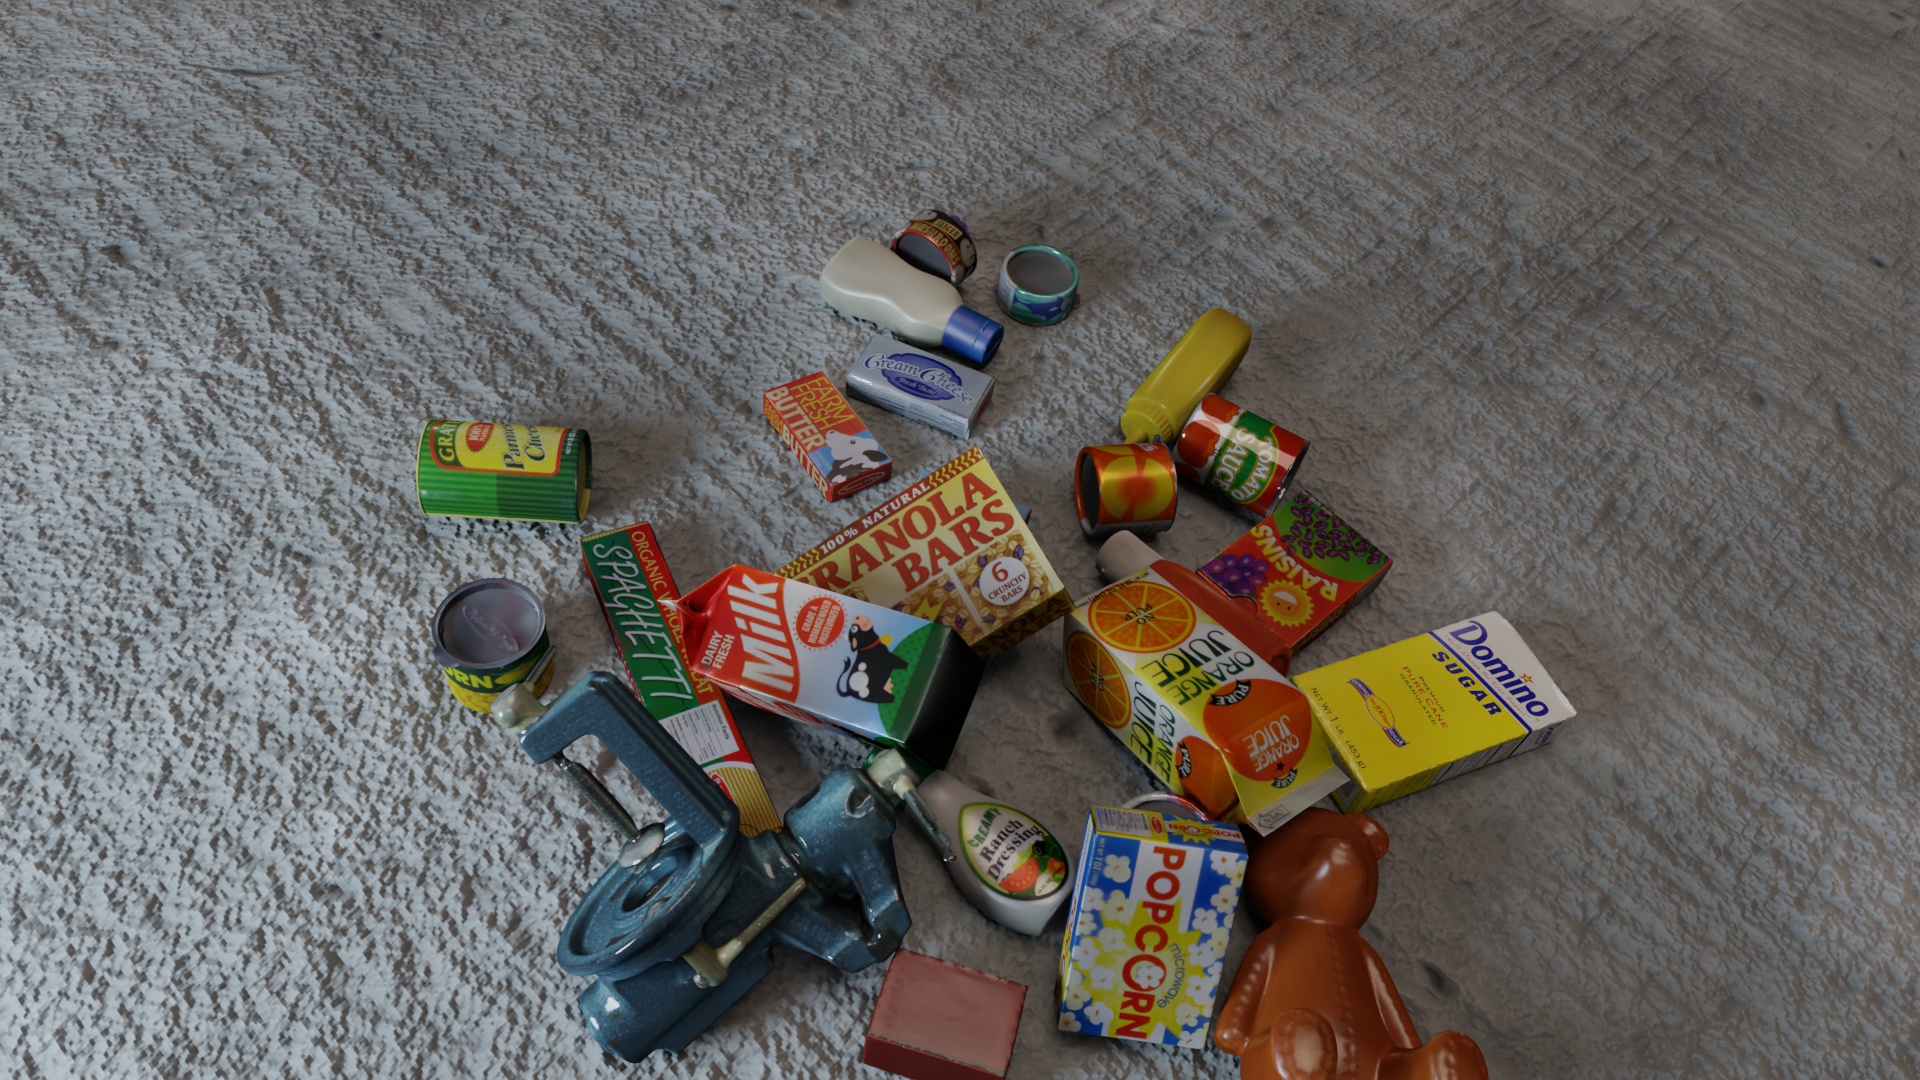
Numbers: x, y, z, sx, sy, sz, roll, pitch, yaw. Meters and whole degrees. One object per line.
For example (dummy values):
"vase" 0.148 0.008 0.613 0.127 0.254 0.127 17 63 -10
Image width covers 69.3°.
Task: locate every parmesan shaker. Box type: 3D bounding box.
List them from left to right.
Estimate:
"parmesan shaker" -0.308 -0.048 0.948 0.103 0.071 0.071 3 53 -7

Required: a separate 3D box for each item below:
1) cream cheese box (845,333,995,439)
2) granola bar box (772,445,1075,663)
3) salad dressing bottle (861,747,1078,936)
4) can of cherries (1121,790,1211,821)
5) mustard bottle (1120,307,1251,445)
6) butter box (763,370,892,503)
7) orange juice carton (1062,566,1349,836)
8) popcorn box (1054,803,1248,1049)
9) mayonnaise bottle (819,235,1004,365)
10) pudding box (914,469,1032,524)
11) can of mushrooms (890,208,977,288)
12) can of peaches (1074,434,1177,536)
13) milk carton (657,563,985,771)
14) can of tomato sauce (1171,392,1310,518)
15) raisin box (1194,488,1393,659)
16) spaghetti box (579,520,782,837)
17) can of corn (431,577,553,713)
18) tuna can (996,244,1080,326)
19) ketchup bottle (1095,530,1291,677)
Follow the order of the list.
"cream cheese box" -0.031 -0.119 1.068 0.104 0.024 0.054 22 53 8
"granola bar box" -0.027 0.033 0.901 0.165 0.039 0.124 -32 61 3
"salad dressing bottle" 0.005 0.174 0.838 0.148 0.043 0.064 37 58 19
"can of cherries" 0.119 0.193 0.830 0.071 0.058 0.072 4 52 -5
"mustard bottle" 0.166 -0.114 1.070 0.049 0.065 0.161 36 60 13
"butter box" -0.099 -0.078 1.026 0.053 0.024 0.104 -25 60 -25
"orange juice carton" 0.148 0.105 0.863 0.072 0.072 0.193 -24 44 -24
"popcorn box" 0.104 0.214 0.772 0.085 0.126 0.038 8 16 -2
"mayonnaise bottle" -0.037 -0.188 1.110 0.148 0.041 0.065 30 60 13
"pudding box" 0.003 -0.012 0.976 0.084 0.049 0.030 20 51 7
"can of mushrooms" -0.021 -0.234 1.128 0.071 0.070 0.033 33 57 16
"can of peaches" 0.118 -0.039 1.002 0.058 0.071 0.071 -5 54 -11
"milk carton" -0.091 0.070 0.840 0.191 0.072 0.073 15 73 24
"can of tomato sauce" 0.207 -0.063 1.033 0.083 0.070 0.071 30 55 15
"raisin box" 0.233 0.028 0.986 0.124 0.039 0.086 -33 65 -28
"spaghetti box" -0.181 0.092 0.882 0.050 0.028 0.251 -18 57 -20
"can of corn" -0.292 0.068 0.865 0.071 0.058 0.071 4 53 -5
"tuna can" 0.066 -0.212 1.148 0.071 0.032 0.071 4 53 -5
"ketchup bottle" 0.155 0.049 0.947 0.044 0.064 0.149 -40 58 -16
